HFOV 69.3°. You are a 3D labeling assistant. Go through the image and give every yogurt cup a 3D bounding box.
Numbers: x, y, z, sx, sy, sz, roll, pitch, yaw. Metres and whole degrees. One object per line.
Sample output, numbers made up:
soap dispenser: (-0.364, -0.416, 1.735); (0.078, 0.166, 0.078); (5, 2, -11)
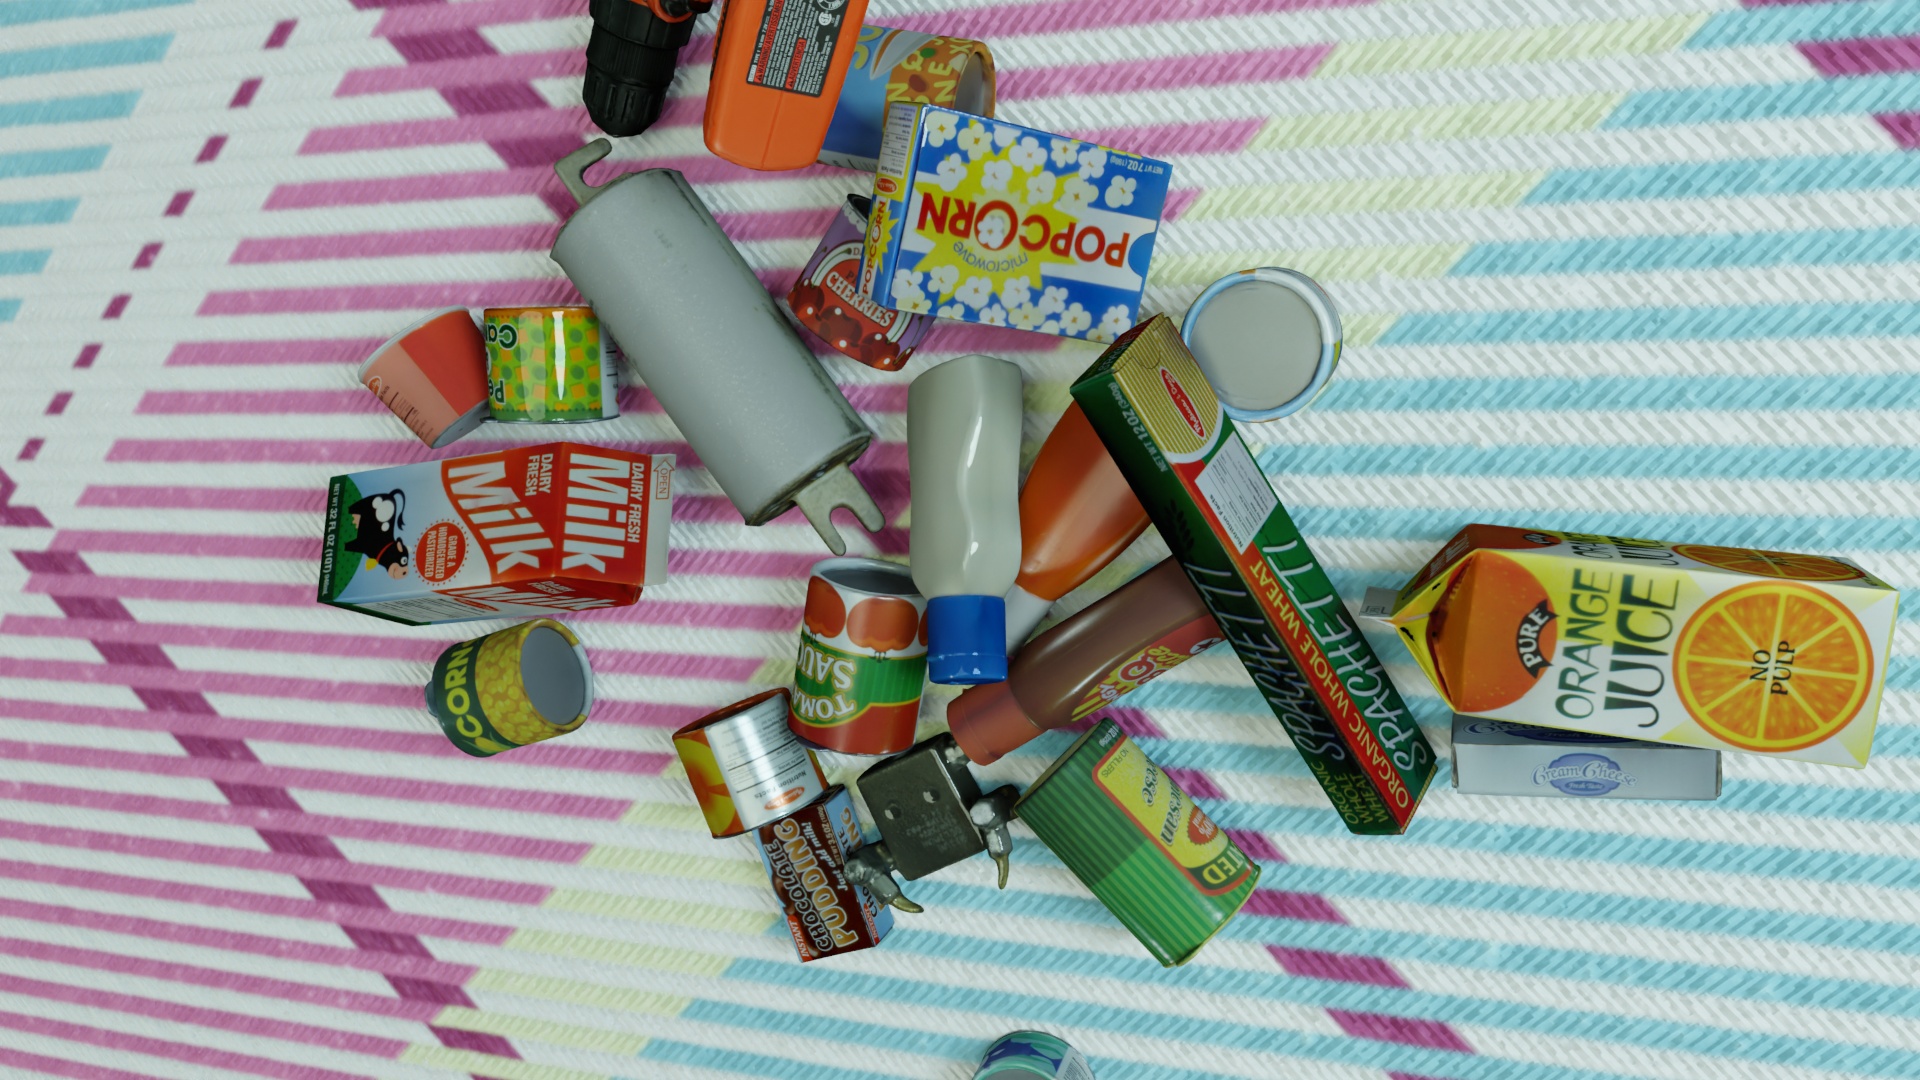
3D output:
yogurt cup: (-0.278, -0.086, 0.747); (0.072, 0.072, 0.054); (-35, 96, 21)

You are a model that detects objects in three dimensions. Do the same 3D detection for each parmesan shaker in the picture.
parmesan shaker: (0.083, 0.143, 0.663); (0.103, 0.071, 0.071); (45, 110, 6)

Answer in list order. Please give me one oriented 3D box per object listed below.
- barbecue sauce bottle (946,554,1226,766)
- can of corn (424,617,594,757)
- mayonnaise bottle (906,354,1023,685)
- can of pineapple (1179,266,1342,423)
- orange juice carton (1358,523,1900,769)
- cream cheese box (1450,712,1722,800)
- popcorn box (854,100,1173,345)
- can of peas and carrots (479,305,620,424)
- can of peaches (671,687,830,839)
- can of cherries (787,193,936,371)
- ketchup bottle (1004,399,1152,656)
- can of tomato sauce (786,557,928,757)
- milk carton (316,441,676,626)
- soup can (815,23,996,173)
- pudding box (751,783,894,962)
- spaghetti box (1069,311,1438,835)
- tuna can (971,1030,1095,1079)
barbecue sauce bottle: (0.062, 0.056, 0.655); (0.148, 0.065, 0.044); (-33, 66, 18)
can of corn: (-0.246, 0.080, 0.762); (0.058, 0.071, 0.071); (-17, 94, 20)
mayonnaise bottle: (0.002, -0.008, 0.646); (0.064, 0.041, 0.148); (-17, 70, 53)
can of pineapple: (0.132, -0.085, 0.612); (0.071, 0.058, 0.071); (4, 102, 18)
orange juice carton: (0.267, 0.037, 0.582); (0.193, 0.072, 0.073); (6, 102, 17)
cream cheese box: (0.267, 0.092, 0.602); (0.104, 0.053, 0.024); (-2, 98, 19)
popcorn box: (0.023, -0.137, 0.609); (0.127, 0.038, 0.085); (4, 106, -28)
can of peas and carrots: (-0.214, -0.092, 0.720); (0.071, 0.071, 0.058); (3, 100, 18)
can of peaches: (-0.111, 0.115, 0.727); (0.071, 0.071, 0.058); (-21, 93, 21)
can of cherries: (-0.041, -0.121, 0.656); (0.071, 0.072, 0.058); (39, 110, 8)
ketchup bottle: (0.052, -0.011, 0.659); (0.065, 0.043, 0.148); (42, 110, 17)
can of tomato sauce: (-0.050, 0.057, 0.692); (0.071, 0.071, 0.083); (14, 104, 16)
milk carton: (-0.235, -0.002, 0.731); (0.190, 0.073, 0.072); (-6, 74, 20)
soup can: (-0.033, -0.205, 0.640); (0.084, 0.071, 0.071); (13, 104, 15)
pudding box: (-0.074, 0.178, 0.744); (0.049, 0.030, 0.083); (-17, 94, 22)
spaghetti box: (0.132, 0.020, 0.600); (0.028, 0.050, 0.249); (-18, 111, 47)
tuna can: (0.034, 0.295, 0.728); (0.071, 0.033, 0.071); (3, 101, 17)
